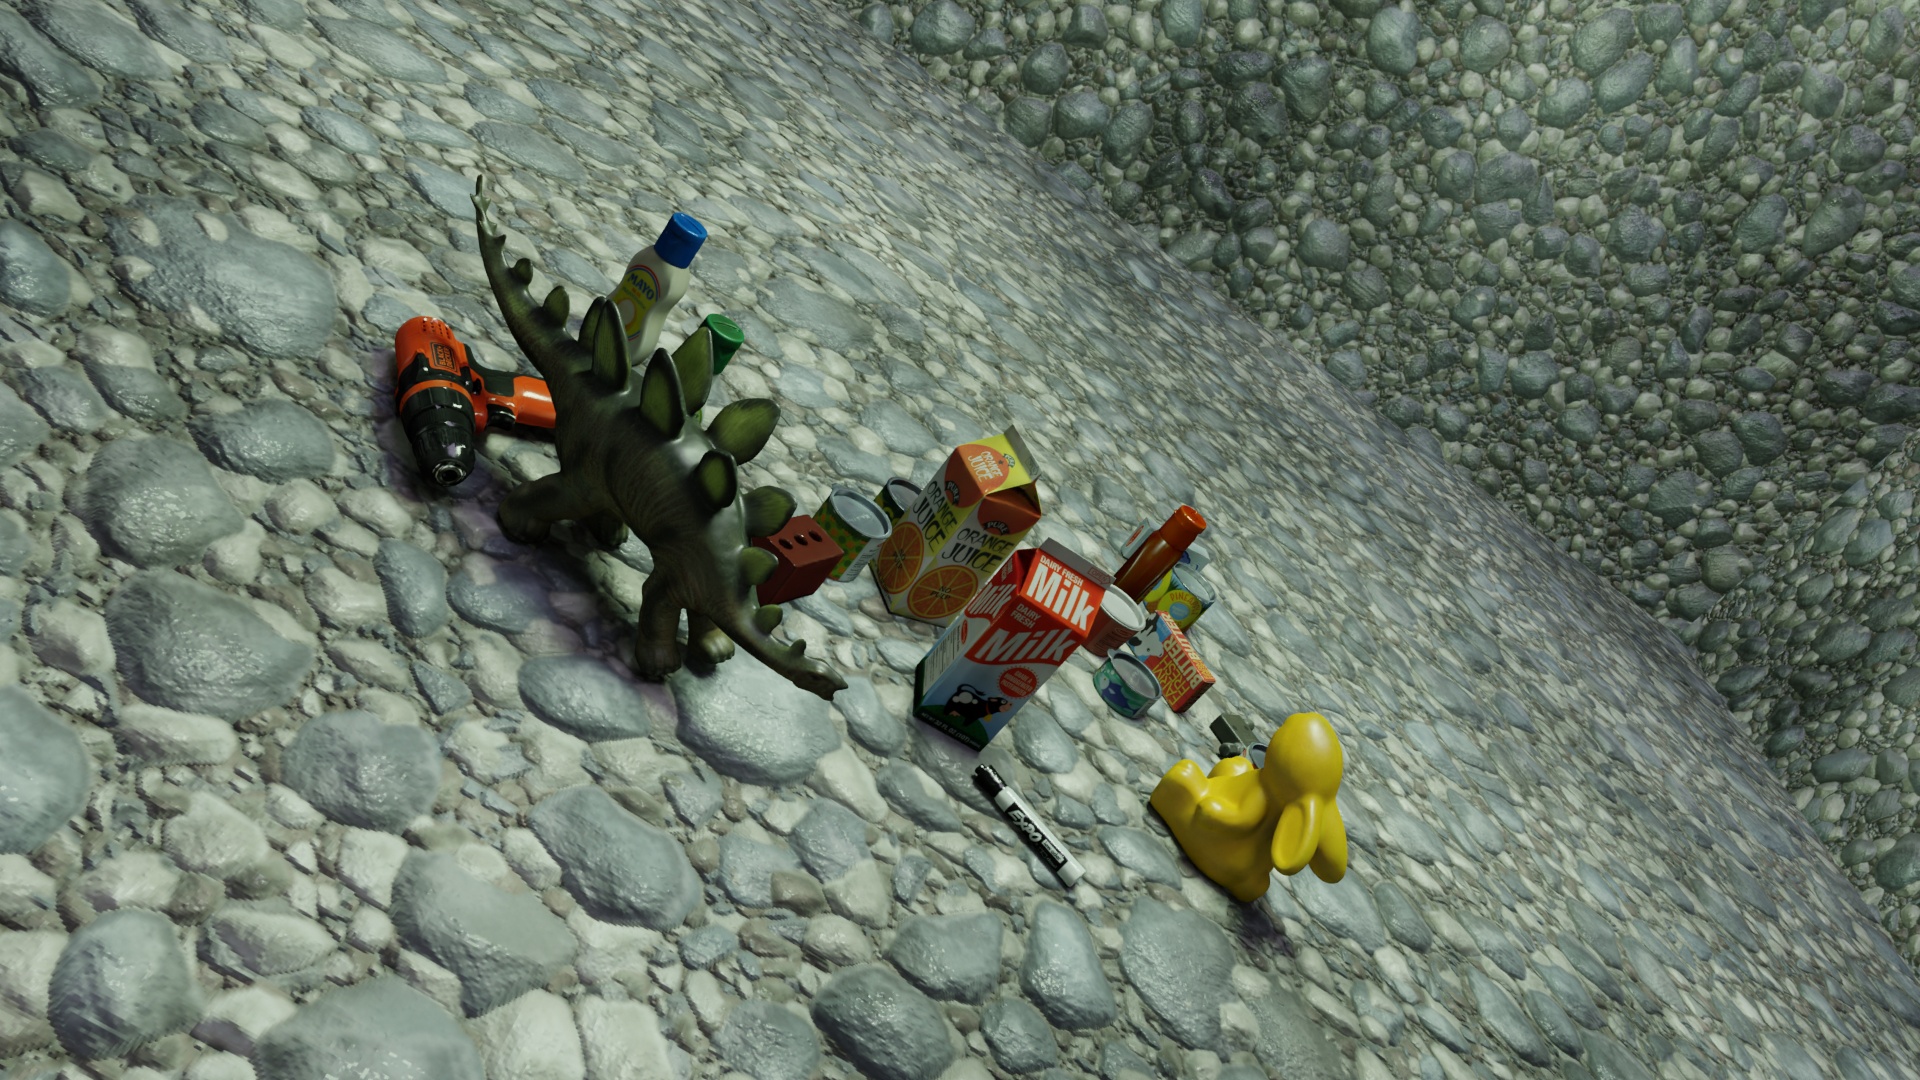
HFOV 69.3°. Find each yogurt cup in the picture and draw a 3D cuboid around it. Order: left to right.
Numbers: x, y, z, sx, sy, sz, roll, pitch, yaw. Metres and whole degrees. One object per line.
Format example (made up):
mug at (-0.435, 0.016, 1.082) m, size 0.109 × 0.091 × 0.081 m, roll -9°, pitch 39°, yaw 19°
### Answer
yogurt cup at (0.153, 0.085, 1.461) m, size 0.072 × 0.053 × 0.073 m, roll 31°, pitch 26°, yaw -17°

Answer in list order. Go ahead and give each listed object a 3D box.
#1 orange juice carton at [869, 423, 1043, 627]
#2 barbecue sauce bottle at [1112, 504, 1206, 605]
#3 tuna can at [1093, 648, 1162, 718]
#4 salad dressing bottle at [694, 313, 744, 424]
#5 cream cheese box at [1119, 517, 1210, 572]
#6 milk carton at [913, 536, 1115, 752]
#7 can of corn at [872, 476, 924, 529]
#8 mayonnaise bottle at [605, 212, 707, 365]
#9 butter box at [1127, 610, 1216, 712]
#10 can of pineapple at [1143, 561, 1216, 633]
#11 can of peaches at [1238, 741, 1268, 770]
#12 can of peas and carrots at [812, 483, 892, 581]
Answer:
orange juice carton at (0.005, -0.016, 1.266) m, size 0.073 × 0.192 × 0.072 m, roll 18°, pitch 32°, yaw -38°
barbecue sauce bottle at (0.209, 0.025, 1.528) m, size 0.044 × 0.148 × 0.065 m, roll 41°, pitch 25°, yaw 4°
tuna can at (0.167, 0.145, 1.407) m, size 0.071 × 0.032 × 0.071 m, roll 31°, pitch 26°, yaw -17°
salad dressing bottle at (-0.236, -0.125, 1.176) m, size 0.064 × 0.147 × 0.044 m, roll 9°, pitch 38°, yaw -48°
cream cheese box at (0.253, 0.016, 1.715) m, size 0.104 × 0.053 × 0.024 m, roll 26°, pitch 28°, yaw -26°
milk carton at (0.044, 0.080, 1.161) m, size 0.072 × 0.189 × 0.074 m, roll 32°, pitch 26°, yaw -16°
can of corn at (-0.059, -0.017, 1.340) m, size 0.071 × 0.058 × 0.071 m, roll 31°, pitch 26°, yaw -17°
mayonnaise bottle at (-0.287, -0.236, 1.290) m, size 0.065 × 0.147 × 0.041 m, roll 43°, pitch 25°, yaw 8°
butter box at (0.225, 0.129, 1.487) m, size 0.024 × 0.053 × 0.104 m, roll 12°, pitch 36°, yaw -45°
can of pineapple at (0.257, 0.068, 1.627) m, size 0.071 × 0.057 × 0.071 m, roll 31°, pitch 26°, yaw -17°
can of peaches at (0.297, 0.246, 1.384) m, size 0.071 × 0.058 × 0.071 m, roll 31°, pitch 26°, yaw -17°
can of peas and carrots at (-0.107, -0.007, 1.258) m, size 0.071 × 0.058 × 0.071 m, roll 31°, pitch 26°, yaw -17°
